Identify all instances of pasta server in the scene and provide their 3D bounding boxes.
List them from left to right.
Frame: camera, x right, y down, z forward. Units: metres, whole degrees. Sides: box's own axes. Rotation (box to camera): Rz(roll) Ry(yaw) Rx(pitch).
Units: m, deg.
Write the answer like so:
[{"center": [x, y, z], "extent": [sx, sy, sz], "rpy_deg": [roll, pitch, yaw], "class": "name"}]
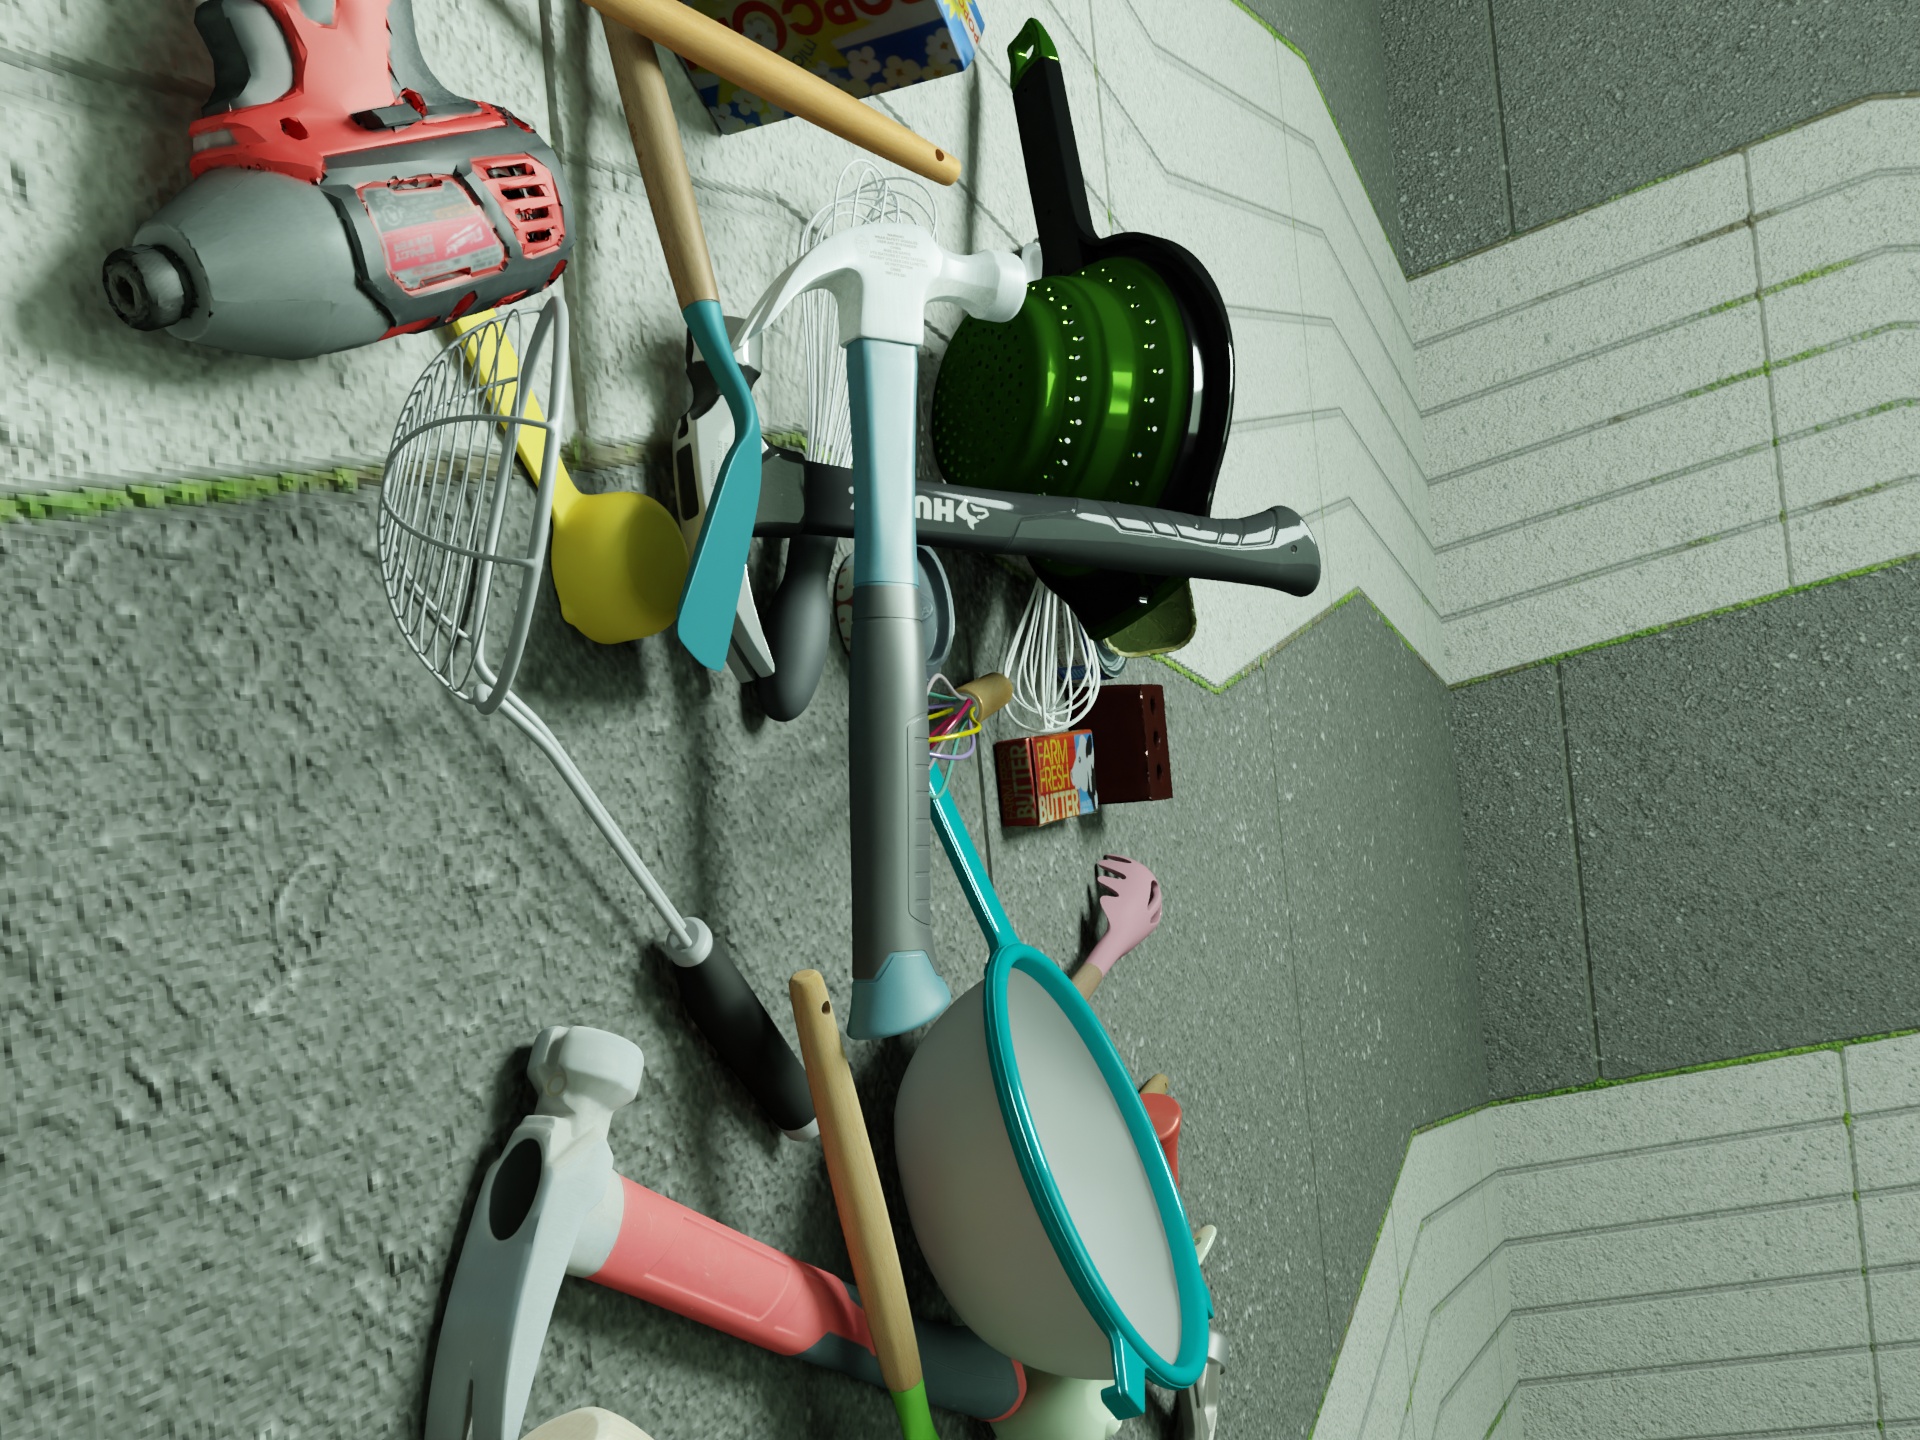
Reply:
[{"center": [0.061, 0.165, 0.951], "extent": [0.316, 0.040, 0.060], "rpy_deg": [-41, 121, -56], "class": "pasta server"}]

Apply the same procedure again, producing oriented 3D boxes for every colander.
[{"center": [0.037, -0.243, 0.892], "extent": [0.094, 0.204, 0.397], "rpy_deg": [5, 65, -31], "class": "colander"}]

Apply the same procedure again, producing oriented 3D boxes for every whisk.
[{"center": [-0.059, -0.134, 0.731], "extent": [0.070, 0.070, 0.285], "rpy_deg": [39, 55, -56], "class": "whisk"}, {"center": [0.001, -0.002, 0.789], "extent": [0.051, 0.047, 0.245], "rpy_deg": [57, 13, 0], "class": "whisk"}, {"center": [0.057, -0.098, 0.976], "extent": [0.057, 0.059, 0.247], "rpy_deg": [59, 29, -53], "class": "whisk"}]

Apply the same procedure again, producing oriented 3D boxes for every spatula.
[{"center": [-0.115, -0.268, 0.589], "extent": [0.322, 0.041, 0.081], "rpy_deg": [12, 73, -42], "class": "spatula"}, {"center": [-0.116, -0.179, 0.607], "extent": [0.082, 0.044, 0.317], "rpy_deg": [67, 8, -82], "class": "spatula"}]

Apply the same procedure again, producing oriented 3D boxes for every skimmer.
[{"center": [-0.097, 0.029, 0.567], "extent": [0.127, 0.090, 0.362], "rpy_deg": [-114, 180, -52], "class": "skimmer"}]

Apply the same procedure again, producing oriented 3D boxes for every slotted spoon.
[{"center": [-0.028, 0.246, 0.650], "extent": [0.070, 0.031, 0.313], "rpy_deg": [-35, 116, -57], "class": "slotted spoon"}]

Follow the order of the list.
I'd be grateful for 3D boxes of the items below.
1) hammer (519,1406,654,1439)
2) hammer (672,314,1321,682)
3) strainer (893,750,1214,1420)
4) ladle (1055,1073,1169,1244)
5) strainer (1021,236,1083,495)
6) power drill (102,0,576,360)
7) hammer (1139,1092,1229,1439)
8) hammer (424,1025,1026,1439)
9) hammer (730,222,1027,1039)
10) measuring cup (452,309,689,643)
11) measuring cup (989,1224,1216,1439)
[{"center": [-0.026, 0.339, 0.586], "extent": [0.410, 0.038, 0.146], "rpy_deg": [45, 52, -43], "class": "hammer"}, {"center": [0.032, -0.083, 0.725], "extent": [0.334, 0.035, 0.146], "rpy_deg": [3, 83, -30], "class": "hammer"}, {"center": [0.004, 0.162, 0.762], "extent": [0.340, 0.095, 0.211], "rpy_deg": [66, 13, 15], "class": "strainer"}, {"center": [0.079, 0.267, 0.958], "extent": [0.320, 0.062, 0.078], "rpy_deg": [-16, 96, -71], "class": "ladle"}, {"center": [0.068, -0.213, 0.998], "extent": [0.086, 0.050, 0.259], "rpy_deg": [34, 50, -45], "class": "strainer"}, {"center": [-0.193, -0.210, 0.430], "extent": [0.143, 0.078, 0.219], "rpy_deg": [-39, 124, -49], "class": "power drill"}, {"center": [0.127, 0.358, 0.964], "extent": [0.149, 0.037, 0.358], "rpy_deg": [-68, 154, -46], "class": "hammer"}, {"center": [-0.065, 0.257, 0.645], "extent": [0.385, 0.038, 0.143], "rpy_deg": [50, 43, -50], "class": "hammer"}, {"center": [-0.028, -0.040, 0.645], "extent": [0.128, 0.033, 0.331], "rpy_deg": [2, 83, -31], "class": "hammer"}, {"center": [-0.140, -0.096, 0.571], "extent": [0.062, 0.029, 0.156], "rpy_deg": [-67, 145, -46], "class": "measuring cup"}, {"center": [0.077, 0.319, 0.843], "extent": [0.167, 0.083, 0.038], "rpy_deg": [-42, 101, -29], "class": "measuring cup"}]
